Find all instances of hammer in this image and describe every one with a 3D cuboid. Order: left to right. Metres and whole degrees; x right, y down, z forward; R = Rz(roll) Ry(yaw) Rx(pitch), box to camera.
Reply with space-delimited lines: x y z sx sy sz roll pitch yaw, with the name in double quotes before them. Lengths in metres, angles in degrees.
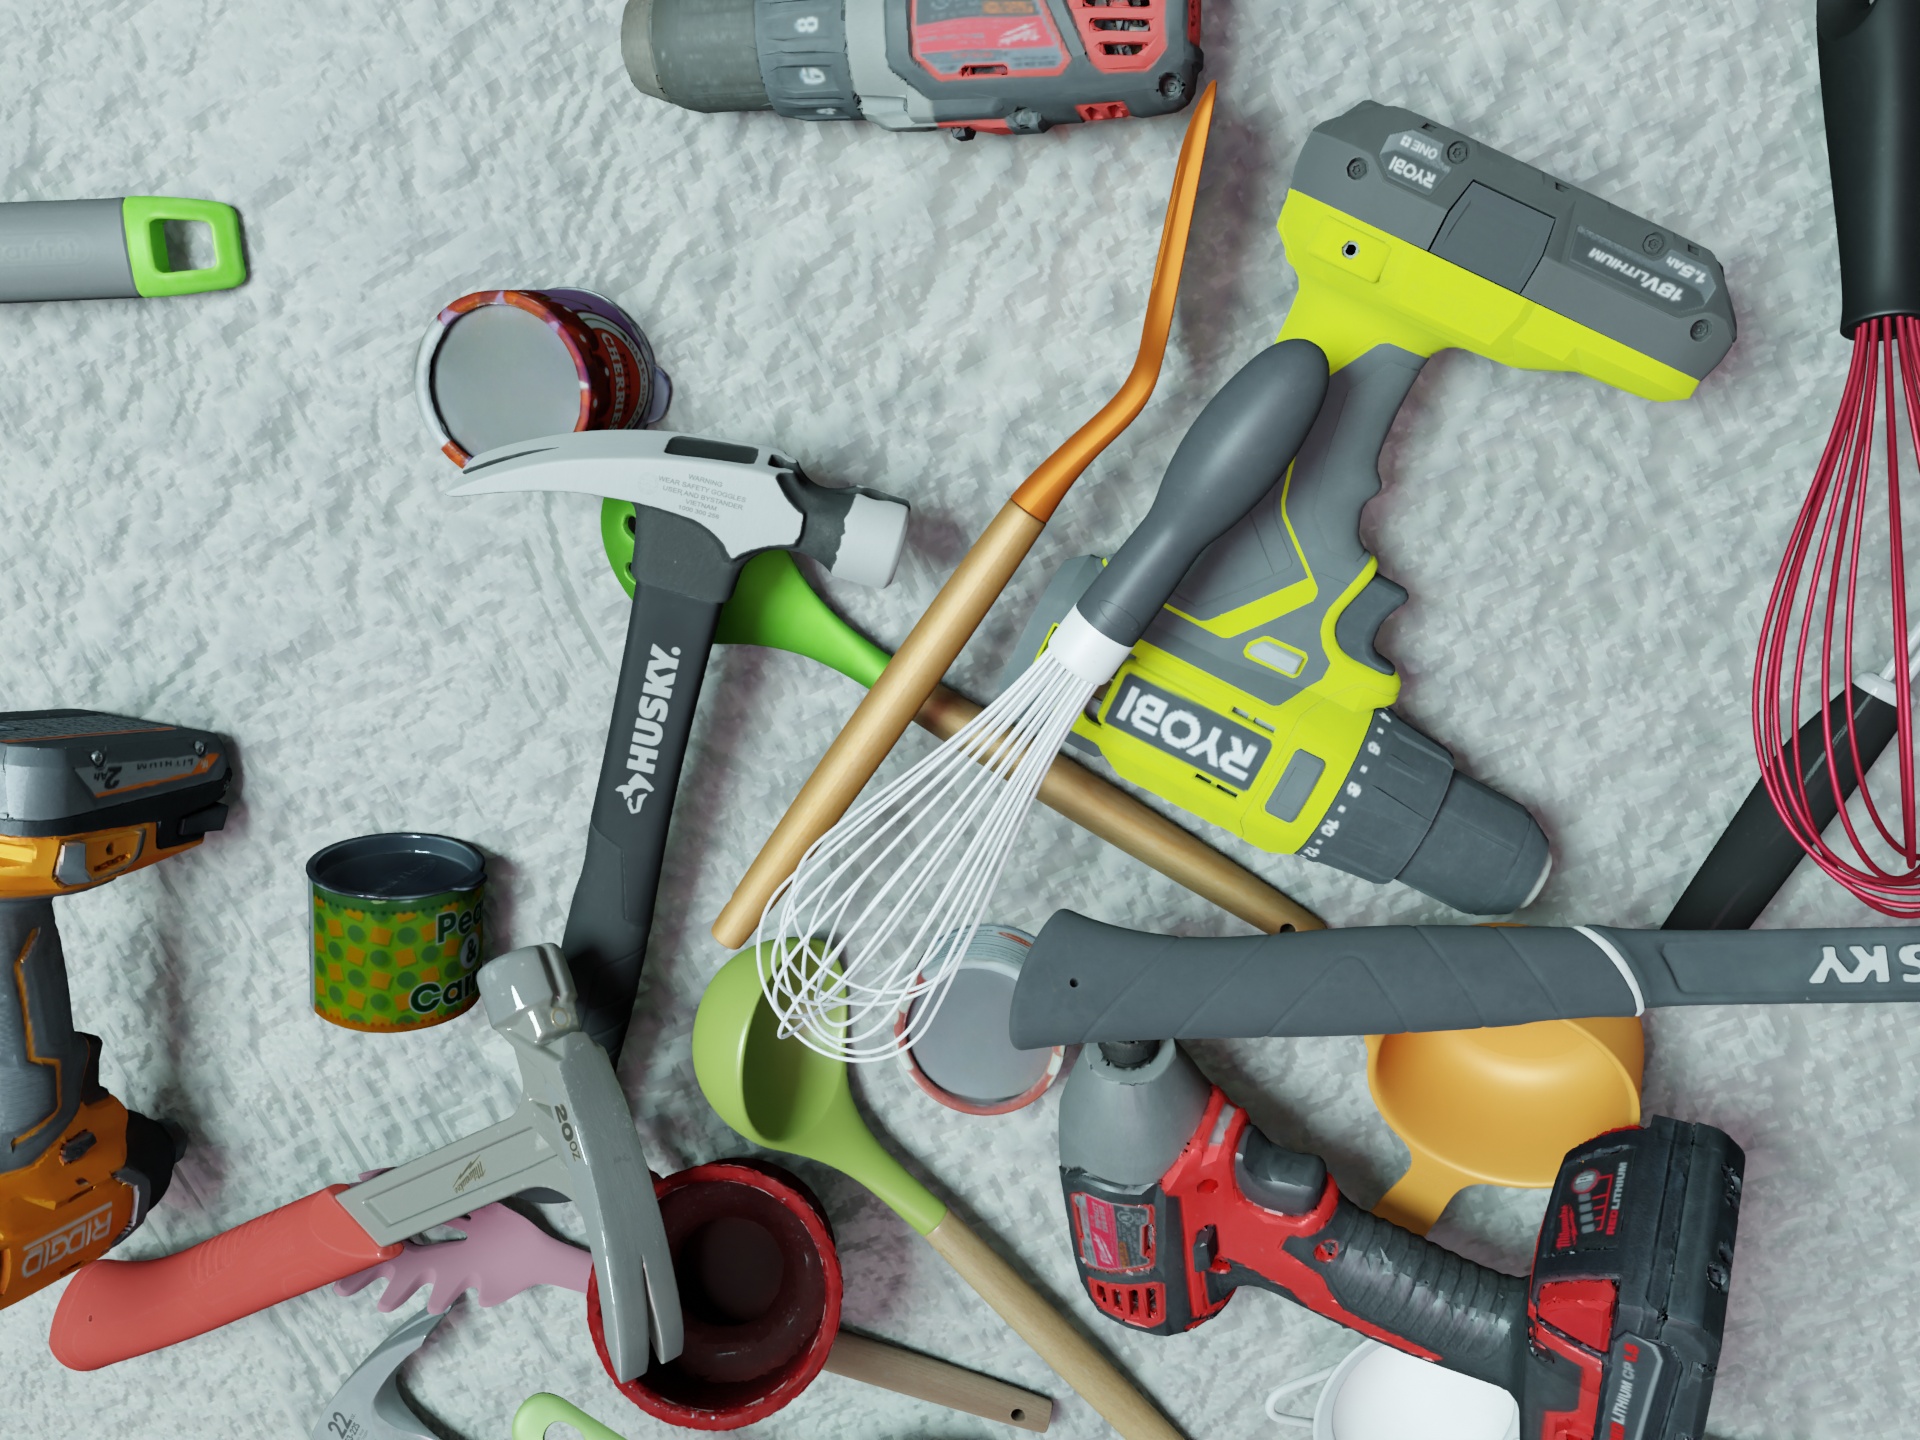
"hammer" -0.256 0.217 0.631 0.359 0.036 0.149 -28 75 30
"hammer" -0.131 0.051 0.590 0.146 0.035 0.334 14 117 -7
"hammer" -0.103 0.397 0.704 0.405 0.035 0.144 28 109 3
"hammer" 0.218 0.080 0.482 0.409 0.036 0.149 -3 79 9

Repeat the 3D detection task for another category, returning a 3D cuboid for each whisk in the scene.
"whisk" 0.023 0.002 0.500 0.070 0.070 0.284 37 110 0
"whisk" 0.262 -0.093 0.451 0.073 0.073 0.296 1 83 11

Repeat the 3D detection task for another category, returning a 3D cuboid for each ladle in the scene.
"ladle" 0.015 0.211 0.621 0.320 0.078 0.062 47 132 -9

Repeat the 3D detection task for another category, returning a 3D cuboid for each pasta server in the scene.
"pasta server" -0.116 0.248 0.666 0.316 0.040 0.060 15 96 6

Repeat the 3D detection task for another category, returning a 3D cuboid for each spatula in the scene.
"spatula" 0.001 -0.055 0.525 0.041 0.081 0.322 35 103 -4

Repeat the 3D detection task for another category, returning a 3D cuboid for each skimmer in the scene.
"skimmer" 0.332 -0.046 0.468 0.127 0.090 0.363 16 113 -26

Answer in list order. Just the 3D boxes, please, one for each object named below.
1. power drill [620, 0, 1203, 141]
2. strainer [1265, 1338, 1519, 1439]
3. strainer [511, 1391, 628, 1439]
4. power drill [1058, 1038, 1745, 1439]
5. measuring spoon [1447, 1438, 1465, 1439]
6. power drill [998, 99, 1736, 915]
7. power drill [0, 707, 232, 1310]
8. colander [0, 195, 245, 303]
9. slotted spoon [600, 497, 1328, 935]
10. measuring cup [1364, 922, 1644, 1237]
"power drill" -0.019 -0.296 0.483 0.188 0.080 0.226 2 108 11
"strainer" 0.240 0.273 0.600 0.258 0.050 0.087 13 106 2
"strainer" -0.071 0.346 0.649 0.256 0.069 0.151 33 69 -2
"power drill" 0.136 0.170 0.537 0.220 0.078 0.143 9 128 26
"measuring spoon" 0.175 0.331 0.645 0.021 0.011 0.117 28 112 1
"power drill" 0.141 -0.057 0.513 0.190 0.080 0.228 27 111 5
"power drill" -0.357 0.113 0.630 0.084 0.164 0.226 9 94 9
"colander" -0.472 -0.173 0.609 0.397 0.094 0.204 -4 104 -6
"slotted spoon" -0.001 -0.002 0.582 0.314 0.031 0.070 32 115 0
"measuring cup" 0.181 0.142 0.578 0.095 0.052 0.173 25 133 9
